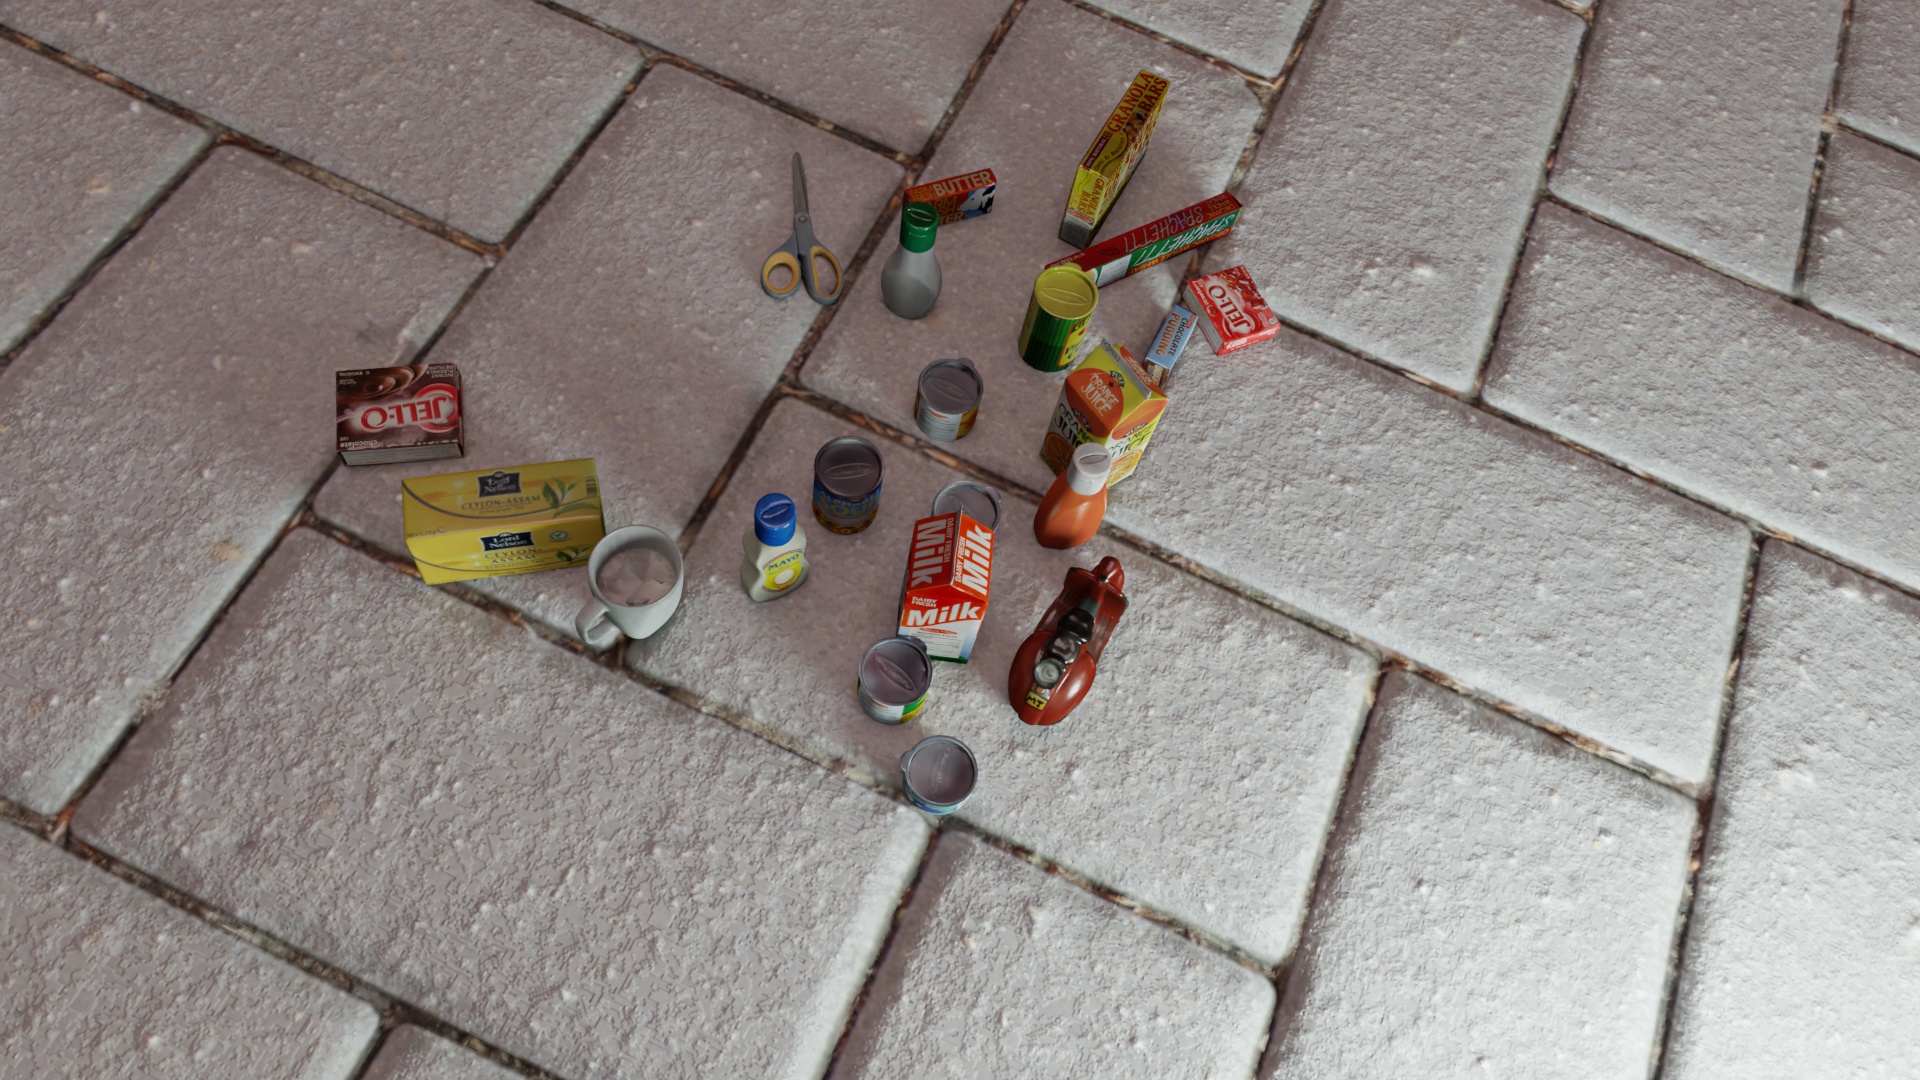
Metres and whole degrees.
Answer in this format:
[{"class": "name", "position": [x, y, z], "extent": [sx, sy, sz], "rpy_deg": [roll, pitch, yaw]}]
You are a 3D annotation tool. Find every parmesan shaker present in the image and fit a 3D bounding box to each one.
[{"class": "parmesan shaker", "position": [0.101, -0.231, 1.444], "extent": [0.071, 0.102, 0.071], "rpy_deg": [3, 64, -6]}]

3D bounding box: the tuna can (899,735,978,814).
[{"class": "tuna can", "position": [-0.021, 0.211, 1.250], "extent": [0.071, 0.032, 0.071], "rpy_deg": [3, 64, -6]}]

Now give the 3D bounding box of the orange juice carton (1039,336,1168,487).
[{"class": "orange juice carton", "position": [0.140, -0.119, 1.345], "extent": [0.073, 0.191, 0.072], "rpy_deg": [-30, 72, -20]}]

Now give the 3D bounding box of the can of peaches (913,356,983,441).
[{"class": "can of peaches", "position": [-0.012, -0.144, 1.411], "extent": [0.071, 0.057, 0.071], "rpy_deg": [3, 64, -6]}]

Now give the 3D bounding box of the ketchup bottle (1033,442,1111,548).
[{"class": "ketchup bottle", "position": [0.112, -0.042, 1.328], "extent": [0.065, 0.148, 0.044], "rpy_deg": [-10, 66, -12]}]

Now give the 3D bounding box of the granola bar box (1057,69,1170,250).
[{"class": "granola bar box", "position": [0.168, -0.420, 1.534], "extent": [0.039, 0.123, 0.166], "rpy_deg": [28, 64, 6]}]

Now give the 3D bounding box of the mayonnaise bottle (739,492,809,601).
[{"class": "mayonnaise bottle", "position": [-0.169, 0.006, 1.266], "extent": [0.065, 0.147, 0.041], "rpy_deg": [-24, 70, -18]}]

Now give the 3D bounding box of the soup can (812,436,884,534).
[{"class": "soup can", "position": [-0.109, -0.049, 1.337], "extent": [0.071, 0.083, 0.071], "rpy_deg": [3, 64, -6]}]

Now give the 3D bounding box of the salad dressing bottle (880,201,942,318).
[{"class": "salad dressing bottle", "position": [-0.047, -0.287, 1.427], "extent": [0.064, 0.147, 0.044], "rpy_deg": [20, 64, 2]}]

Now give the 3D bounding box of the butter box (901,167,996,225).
[{"class": "butter box", "position": [-0.013, -0.373, 1.526], "extent": [0.104, 0.053, 0.024], "rpy_deg": [-18, 68, -16]}]

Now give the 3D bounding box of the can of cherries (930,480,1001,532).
[{"class": "can of cherries", "position": [0.005, -0.017, 1.351], "extent": [0.071, 0.058, 0.072], "rpy_deg": [3, 64, -6]}]

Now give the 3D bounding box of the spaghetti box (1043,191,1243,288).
[{"class": "spaghetti box", "position": [0.199, -0.321, 1.531], "extent": [0.251, 0.050, 0.029], "rpy_deg": [-25, 70, -18]}]

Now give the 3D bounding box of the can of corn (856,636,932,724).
[{"class": "can of corn", "position": [-0.060, 0.127, 1.272], "extent": [0.071, 0.058, 0.071], "rpy_deg": [3, 64, -6]}]

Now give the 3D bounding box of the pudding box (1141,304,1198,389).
[{"class": "pudding box", "position": [0.220, -0.204, 1.477], "extent": [0.030, 0.049, 0.084], "rpy_deg": [27, 64, 6]}]

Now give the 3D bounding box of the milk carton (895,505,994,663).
[{"class": "milk carton", "position": [-0.014, 0.041, 1.246], "extent": [0.073, 0.189, 0.072], "rpy_deg": [8, 64, -4]}]
